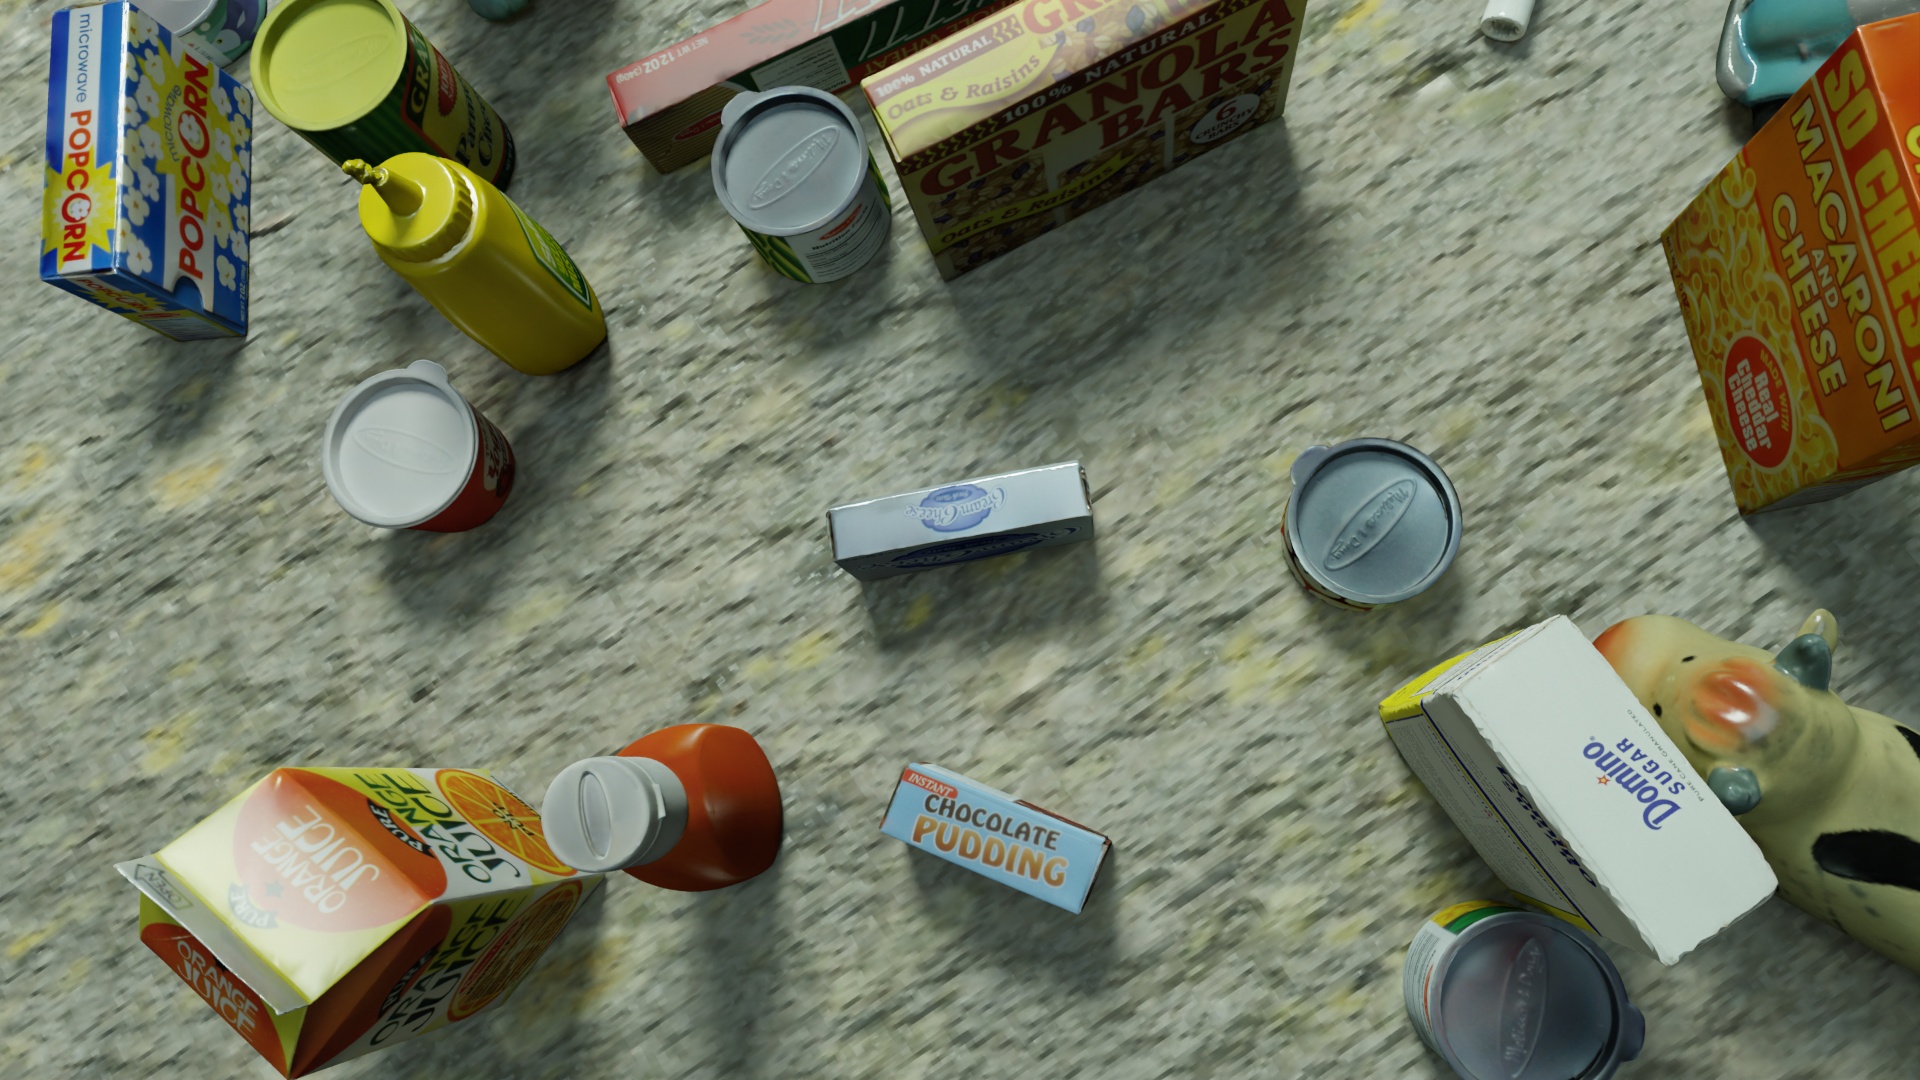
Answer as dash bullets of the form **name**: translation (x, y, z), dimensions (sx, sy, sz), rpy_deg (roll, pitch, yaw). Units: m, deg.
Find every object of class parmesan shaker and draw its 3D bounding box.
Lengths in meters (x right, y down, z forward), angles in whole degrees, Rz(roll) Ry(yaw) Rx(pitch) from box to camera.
- **parmesan shaker**: translation (-0.246, -0.188, 0.602), dimensions (0.071, 0.103, 0.071), rpy_deg (-1, 80, 7)

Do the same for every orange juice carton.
- **orange juice carton**: translation (-0.208, 0.130, 0.493), dimensions (0.072, 0.192, 0.073), rpy_deg (37, 87, 12)

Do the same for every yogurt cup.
- **yogurt cup**: translation (-0.229, -0.034, 0.597), dimensions (0.072, 0.054, 0.072), rpy_deg (-1, 80, 7)

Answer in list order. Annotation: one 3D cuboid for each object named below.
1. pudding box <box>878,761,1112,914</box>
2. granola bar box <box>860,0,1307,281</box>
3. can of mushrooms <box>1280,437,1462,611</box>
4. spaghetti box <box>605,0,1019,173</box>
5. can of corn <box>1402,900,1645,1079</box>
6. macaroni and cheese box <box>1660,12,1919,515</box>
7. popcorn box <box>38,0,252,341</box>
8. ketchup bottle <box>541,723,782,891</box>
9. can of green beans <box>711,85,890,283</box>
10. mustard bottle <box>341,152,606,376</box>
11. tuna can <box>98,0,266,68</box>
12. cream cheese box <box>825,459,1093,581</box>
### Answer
- **pudding box**: translation (0.015, 0.114, 0.541), dimensions (0.084, 0.049, 0.030), rpy_deg (20, 83, 10)
- **granola bar box**: translation (0.051, -0.176, 0.552), dimensions (0.165, 0.124, 0.039), rpy_deg (-26, 78, 2)
- **can of mushrooms**: translation (0.160, -0.007, 0.553), dimensions (0.071, 0.033, 0.071), rpy_deg (-1, 80, 7)
- **spaghetti box**: translation (-0.032, -0.233, 0.611), dimensions (0.250, 0.050, 0.029), rpy_deg (-24, 78, 2)
- **can of corn**: translation (0.201, 0.167, 0.504), dimensions (0.071, 0.058, 0.071), rpy_deg (-1, 80, 7)
- **macaroni and cheese box**: translation (0.307, -0.086, 0.481), dimensions (0.040, 0.166, 0.124), rpy_deg (-11, 79, 5)
- **popcorn box**: translation (-0.361, -0.162, 0.621), dimensions (0.038, 0.085, 0.127), rpy_deg (-6, 79, 6)
- **ketchup bottle**: translation (-0.105, 0.098, 0.509), dimensions (0.043, 0.148, 0.065), rpy_deg (-14, 79, 5)
- **can of green beans**: translation (-0.067, -0.151, 0.596), dimensions (0.071, 0.057, 0.071), rpy_deg (-1, 80, 7)
- **mustard bottle**: translation (-0.194, -0.115, 0.553), dimensions (0.049, 0.160, 0.065), rpy_deg (-33, 78, 1)
- **tuna can**: translation (-0.373, -0.264, 0.668), dimensions (0.071, 0.033, 0.071), rpy_deg (-1, 80, 7)
- **cream cheese box**: translation (0.002, -0.007, 0.563), dimensions (0.104, 0.053, 0.024), rpy_deg (-11, 79, 5)
